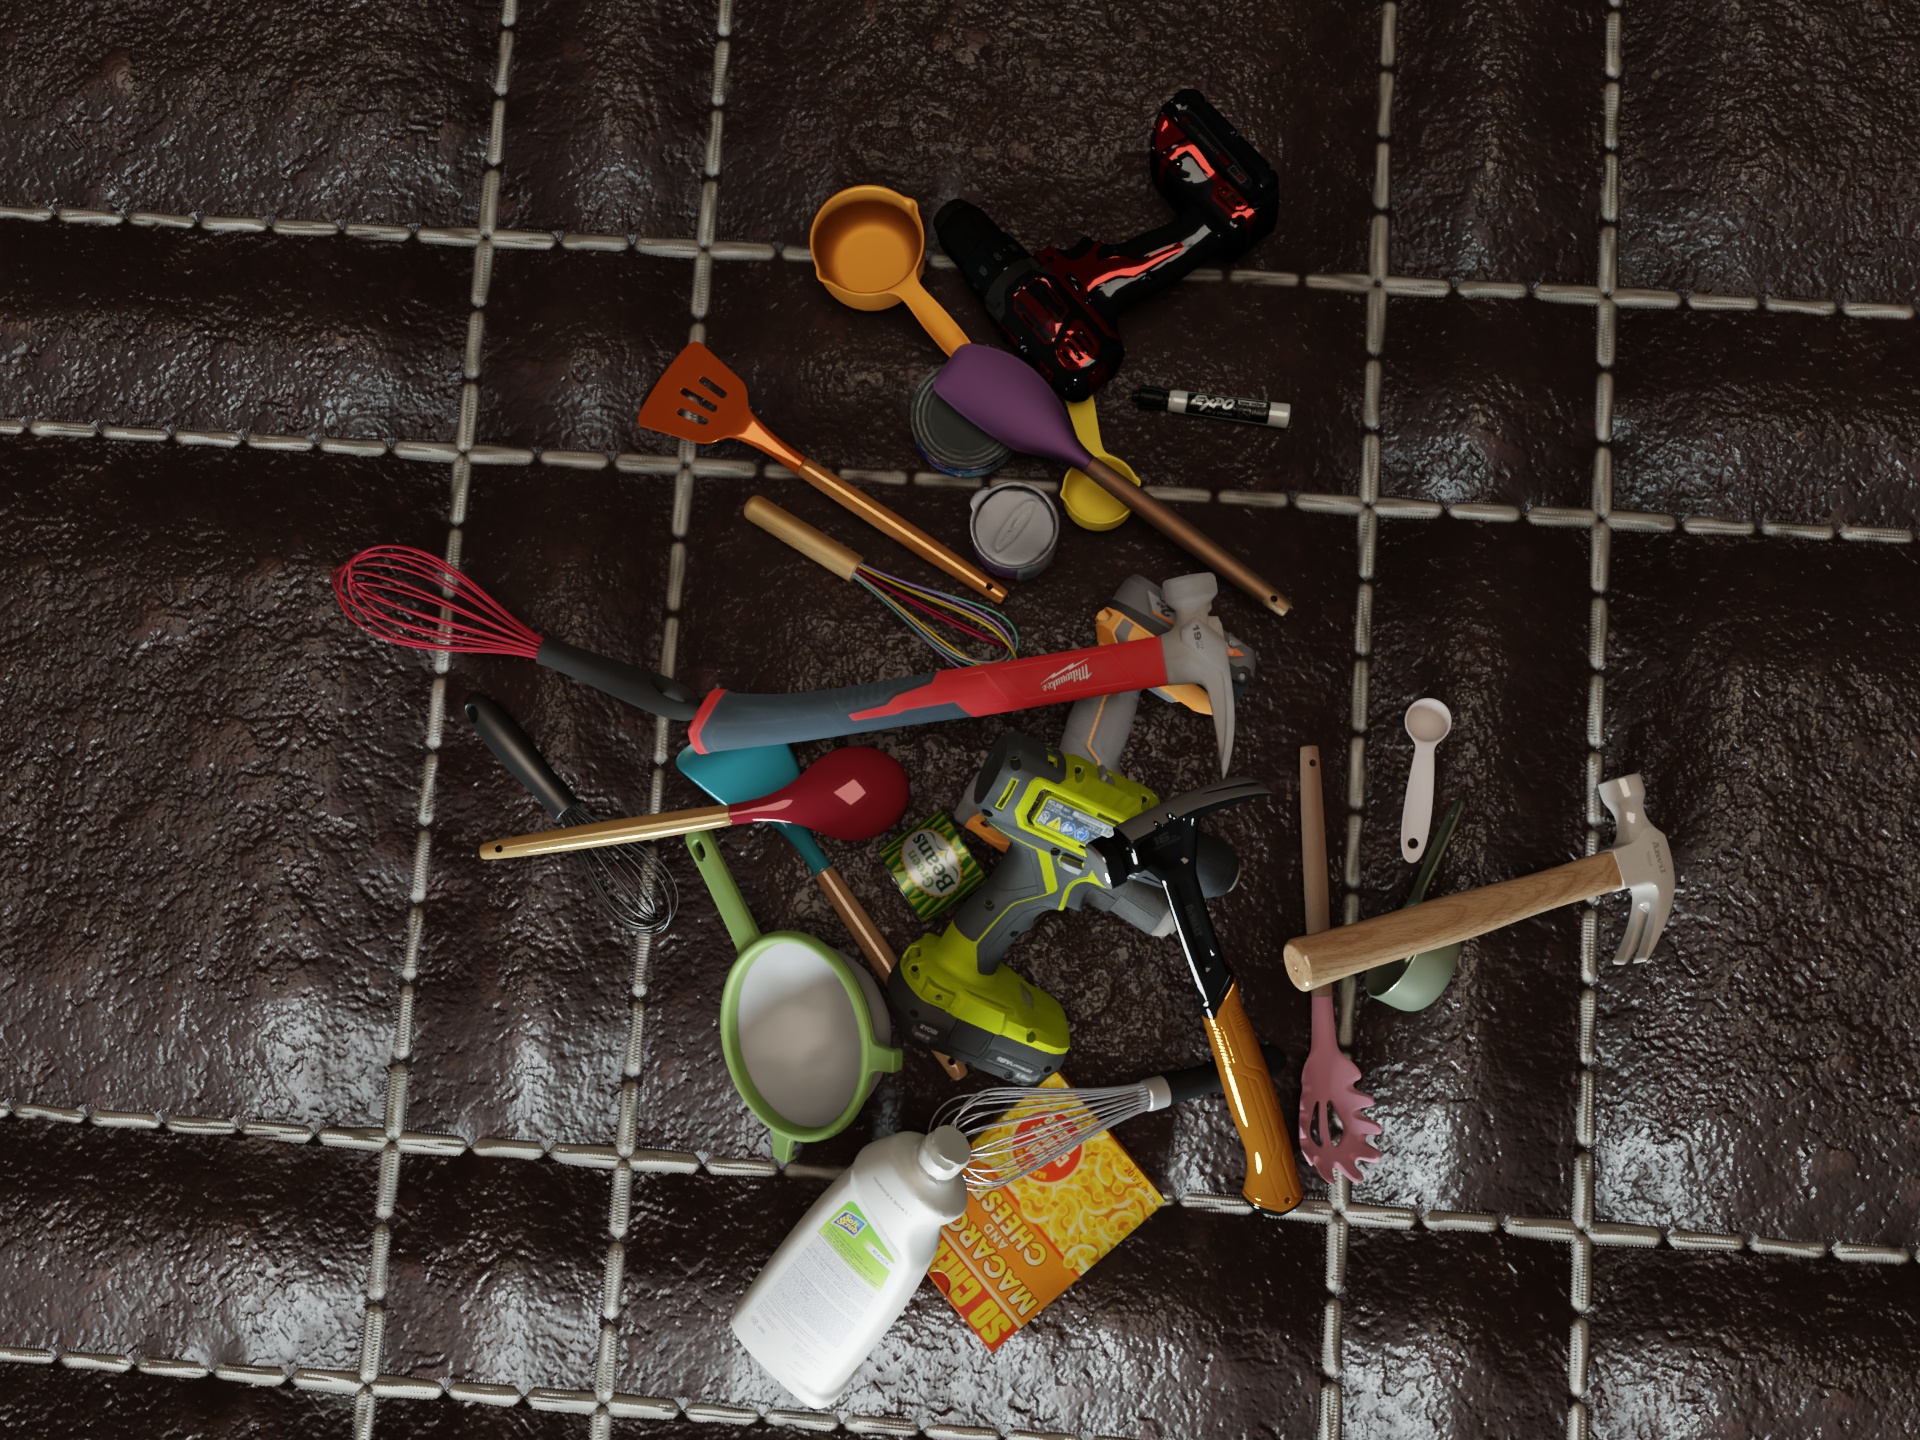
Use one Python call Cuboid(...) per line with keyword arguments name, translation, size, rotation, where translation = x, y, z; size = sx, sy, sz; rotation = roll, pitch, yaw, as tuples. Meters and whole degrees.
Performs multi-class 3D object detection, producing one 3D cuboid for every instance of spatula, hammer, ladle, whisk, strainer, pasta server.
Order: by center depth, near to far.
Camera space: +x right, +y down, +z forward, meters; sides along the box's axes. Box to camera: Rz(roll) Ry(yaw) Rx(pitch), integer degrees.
Cuboid(name="hammer", translation=(0.189, 0.202, 1.095), size=(0.127, 0.034, 0.336), rotation=(-24, 113, -11))
Cuboid(name="hammer", translation=(0.370, 0.133, 1.112), size=(0.331, 0.031, 0.130), rotation=(-12, 82, -23))
Cuboid(name="whisk", translation=(0.109, 0.270, 1.120), size=(0.284, 0.070, 0.070), rotation=(-10, 83, -21))
Cuboid(name="hammer", translation=(-0.002, -0.004, 1.129), size=(0.386, 0.038, 0.143), rotation=(-9, 90, 8))
Cuboid(name="ladle", translation=(-0.193, 0.071, 1.159), size=(0.315, 0.031, 0.069), rotation=(-9, 86, -1))
Cuboid(name="pasta server", translation=(0.267, 0.175, 1.169), size=(0.060, 0.040, 0.316), rotation=(0, 82, -10))
Cuboid(name="strainer", translation=(-0.126, 0.181, 1.172), size=(0.151, 0.069, 0.257), rotation=(-46, 63, 32))
Cuboid(name="spatula", translation=(-0.090, 0.134, 1.183), size=(0.082, 0.044, 0.317), rotation=(-35, 85, -4))
Cuboid(name="spatula", translation=(0.118, -0.178, 1.187), size=(0.316, 0.018, 0.060), rotation=(37, 93, 3))
Cuboid(name="whisk", translation=(-0.295, 0.066, 1.197), size=(0.055, 0.055, 0.239), rotation=(-43, 80, -3))
Cuboid(name="whisk", translation=(-0.335, -0.062, 1.206), size=(0.296, 0.073, 0.073), rotation=(22, 85, -1))
Cuboid(name="whisk", translation=(-0.059, -0.106, 1.209), size=(0.245, 0.047, 0.051), rotation=(32, 87, 8))
Cuboid(name="spatula", translation=(-0.101, -0.182, 1.229), size=(0.322, 0.041, 0.081), rotation=(33, 86, 1))

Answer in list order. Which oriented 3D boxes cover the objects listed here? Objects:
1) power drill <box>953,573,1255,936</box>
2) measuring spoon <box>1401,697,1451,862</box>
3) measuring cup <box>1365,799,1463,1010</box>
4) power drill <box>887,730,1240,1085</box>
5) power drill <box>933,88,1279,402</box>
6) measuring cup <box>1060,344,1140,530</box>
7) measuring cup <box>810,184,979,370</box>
Cuboid(name="power drill", translation=(0.129, 0.031, 1.170), size=(0.185, 0.084, 0.226), rotation=(34, 90, 3))
Cuboid(name="measuring spoon", translation=(0.344, 0.045, 1.195), size=(0.034, 0.018, 0.124), rotation=(7, 91, 3))
Cuboid(name="measuring cup", translation=(0.349, 0.136, 1.163), size=(0.038, 0.083, 0.168), rotation=(30, 70, -4))
Cuboid(name="power drill", translation=(0.068, 0.137, 1.112), size=(0.190, 0.080, 0.228), rotation=(25, 109, -12))
Cuboid(name="power drill", translation=(0.108, -0.375, 1.214), size=(0.226, 0.080, 0.188), rotation=(-39, 78, 0))
Cuboid(name="measuring cup", translation=(0.097, -0.218, 1.229), size=(0.062, 0.029, 0.157), rotation=(-10, 72, -2))
Cuboid(name="measuring cup", translation=(-0.043, -0.330, 1.228), size=(0.095, 0.052, 0.173), rotation=(-40, 86, -2))
